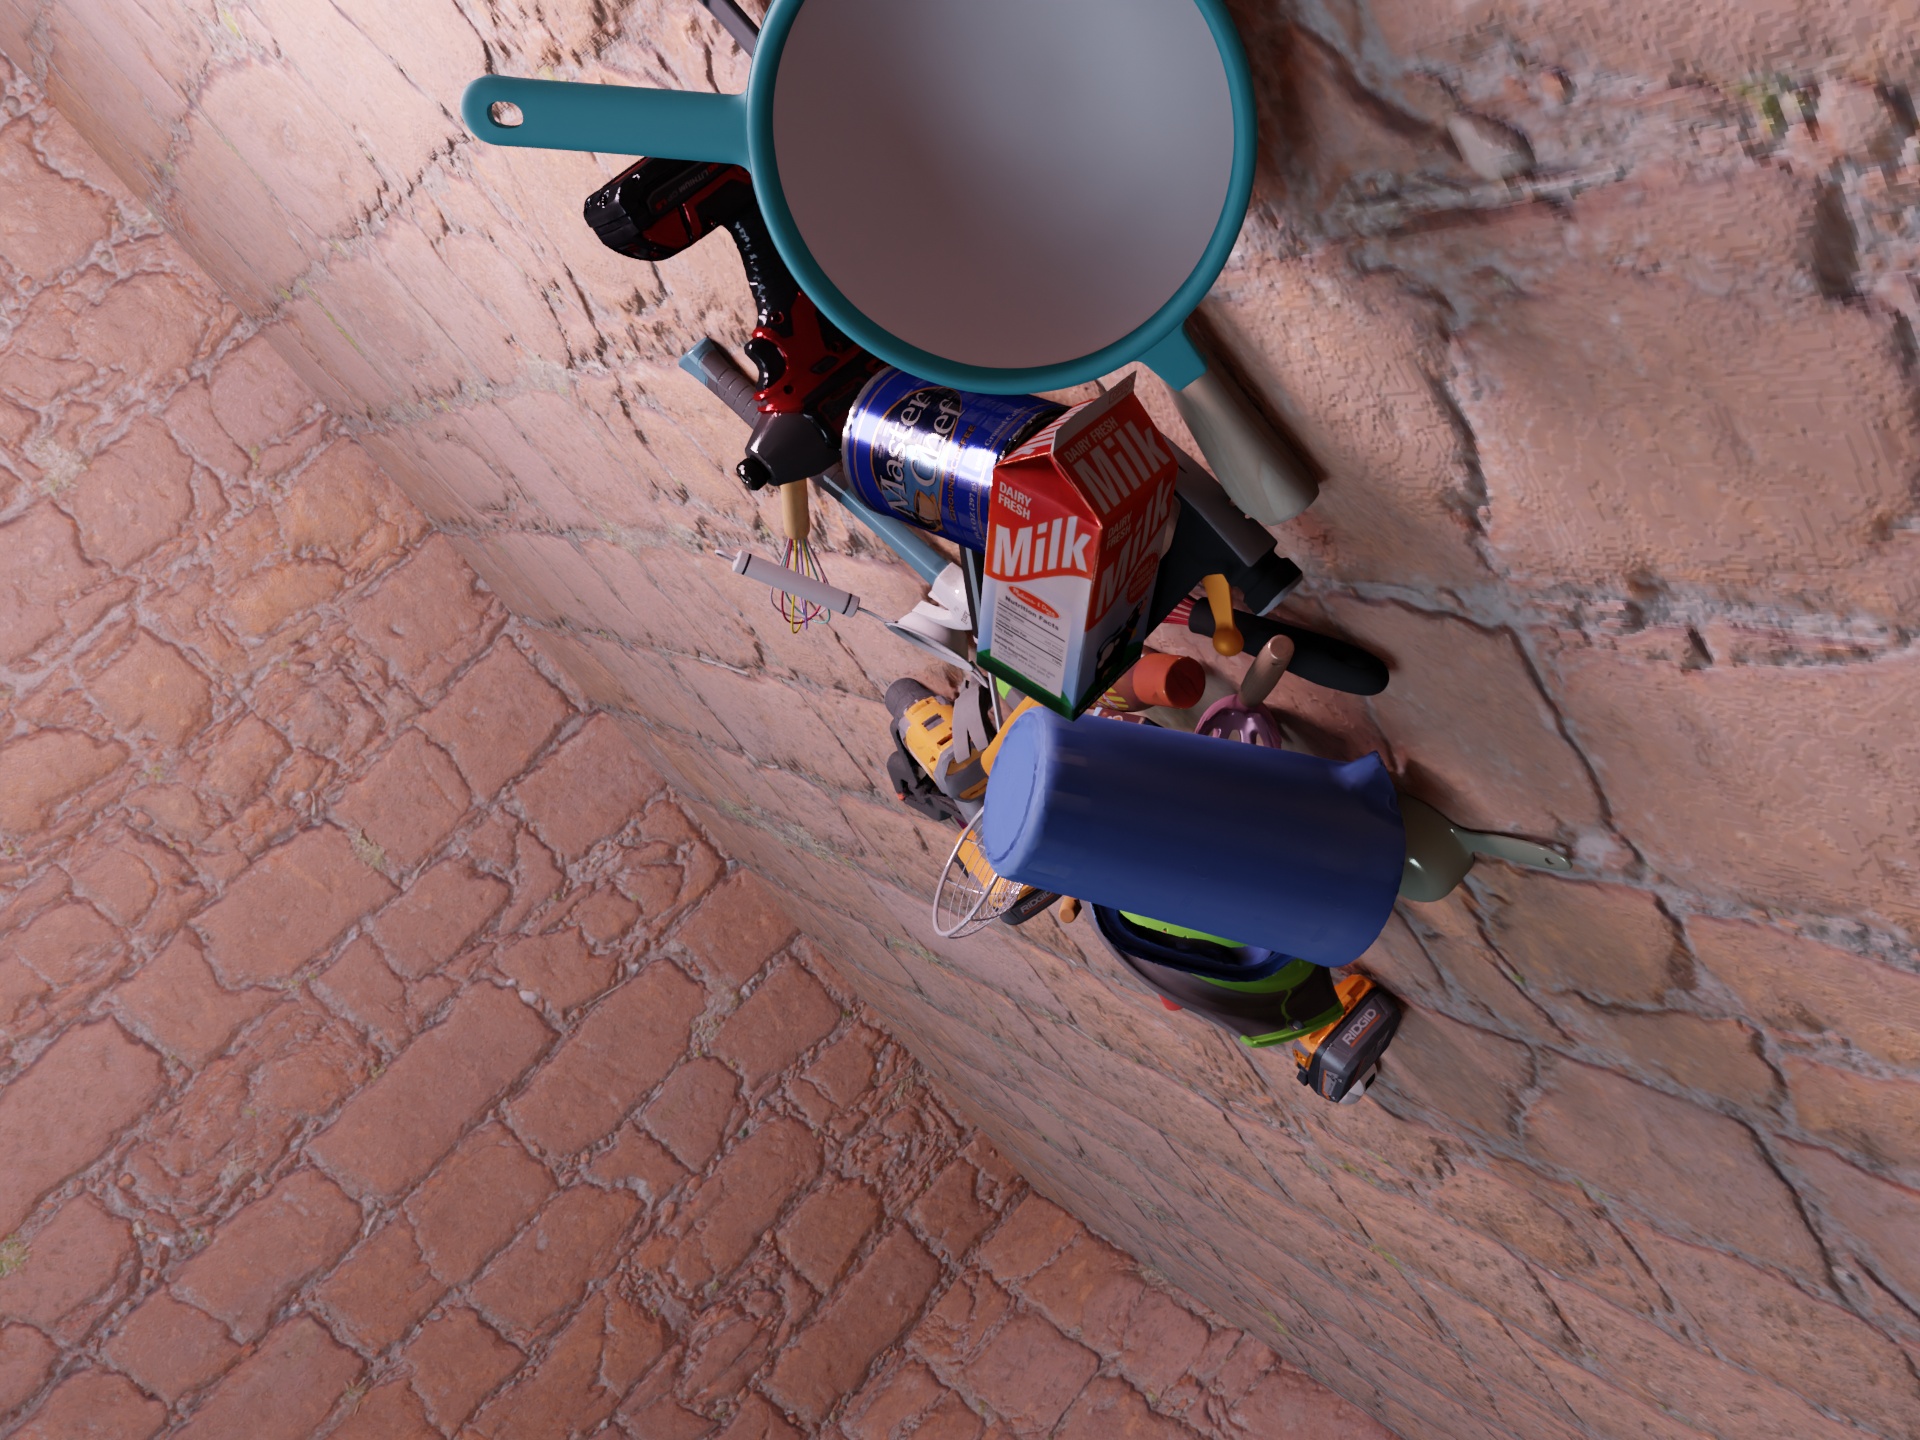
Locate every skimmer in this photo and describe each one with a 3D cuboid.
[{"bbox_3d":[-0.002,-0.004,1.196,0.127,0.090,0.363,-94,-4,-64],"label":"skimmer"}]

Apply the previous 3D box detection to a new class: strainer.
[{"bbox_3d":[-0.083,-0.095,1.331,0.258,0.050,0.087,21,176,-15],"label":"strainer"},{"bbox_3d":[-0.041,-0.263,0.692,0.340,0.095,0.210,8,126,9],"label":"strainer"}]

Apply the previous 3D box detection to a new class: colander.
[{"bbox_3d":[0.150,0.058,1.192,0.397,0.204,0.094,52,133,32],"label":"colander"}]

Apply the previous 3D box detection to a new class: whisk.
[{"bbox_3d":[-0.135,-0.144,1.331,0.051,0.047,0.244,40,157,16],"label":"whisk"},{"bbox_3d":[0.133,-0.072,0.994,0.296,0.073,0.073,25,155,35],"label":"whisk"}]

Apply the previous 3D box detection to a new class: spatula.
[{"bbox_3d":[0.108,0.106,1.282,0.081,0.041,0.322,43,-160,1],"label":"spatula"}]

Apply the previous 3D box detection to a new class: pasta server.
[{"bbox_3d":[0.175,-0.010,0.947,0.060,0.040,0.316,6,174,6],"label":"pasta server"}]

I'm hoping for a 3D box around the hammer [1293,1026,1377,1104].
[{"bbox_3d":[0.247,0.232,1.488,0.331,0.031,0.130,37,162,21],"label":"hammer"}]

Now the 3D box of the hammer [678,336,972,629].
[{"bbox_3d":[-0.099,-0.192,1.271,0.331,0.033,0.128,42,162,6],"label":"hammer"}]

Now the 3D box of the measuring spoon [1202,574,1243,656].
[{"bbox_3d":[0.145,-0.090,0.927,0.021,0.011,0.116,1,114,39],"label":"measuring spoon"}]

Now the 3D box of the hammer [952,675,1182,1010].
[{"bbox_3d":[0.104,0.124,1.396,0.358,0.036,0.149,54,-166,-19],"label":"hammer"}]

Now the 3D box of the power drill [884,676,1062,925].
[{"bbox_3d":[0.005,0.068,1.533,0.186,0.084,0.226,47,167,55],"label":"power drill"}]

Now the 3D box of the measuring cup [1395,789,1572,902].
[{"bbox_3d":[0.310,0.088,0.996,0.083,0.038,0.168,50,164,-19],"label":"measuring cup"}]

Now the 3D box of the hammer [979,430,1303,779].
[{"bbox_3d":[0.080,-0.045,0.994,0.127,0.034,0.336,46,146,6],"label":"hammer"}]

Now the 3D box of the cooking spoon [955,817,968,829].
[{"bbox_3d":[0.062,0.118,1.655,0.068,0.017,0.319,51,162,-15],"label":"cooking spoon"}]

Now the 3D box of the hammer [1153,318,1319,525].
[{"bbox_3d":[0.048,-0.261,0.778,0.410,0.038,0.146,48,161,-14],"label":"hammer"}]

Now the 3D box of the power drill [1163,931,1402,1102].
[{"bbox_3d":[0.257,0.217,1.356,0.227,0.084,0.164,41,165,23],"label":"power drill"}]

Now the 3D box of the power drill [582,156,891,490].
[{"bbox_3d":[-0.129,-0.259,1.002,0.219,0.143,0.079,55,162,-25],"label":"power drill"}]

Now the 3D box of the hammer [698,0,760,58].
[{"bbox_3d":[-0.136,-0.397,0.875,0.409,0.036,0.149,47,164,-9],"label":"hammer"}]
